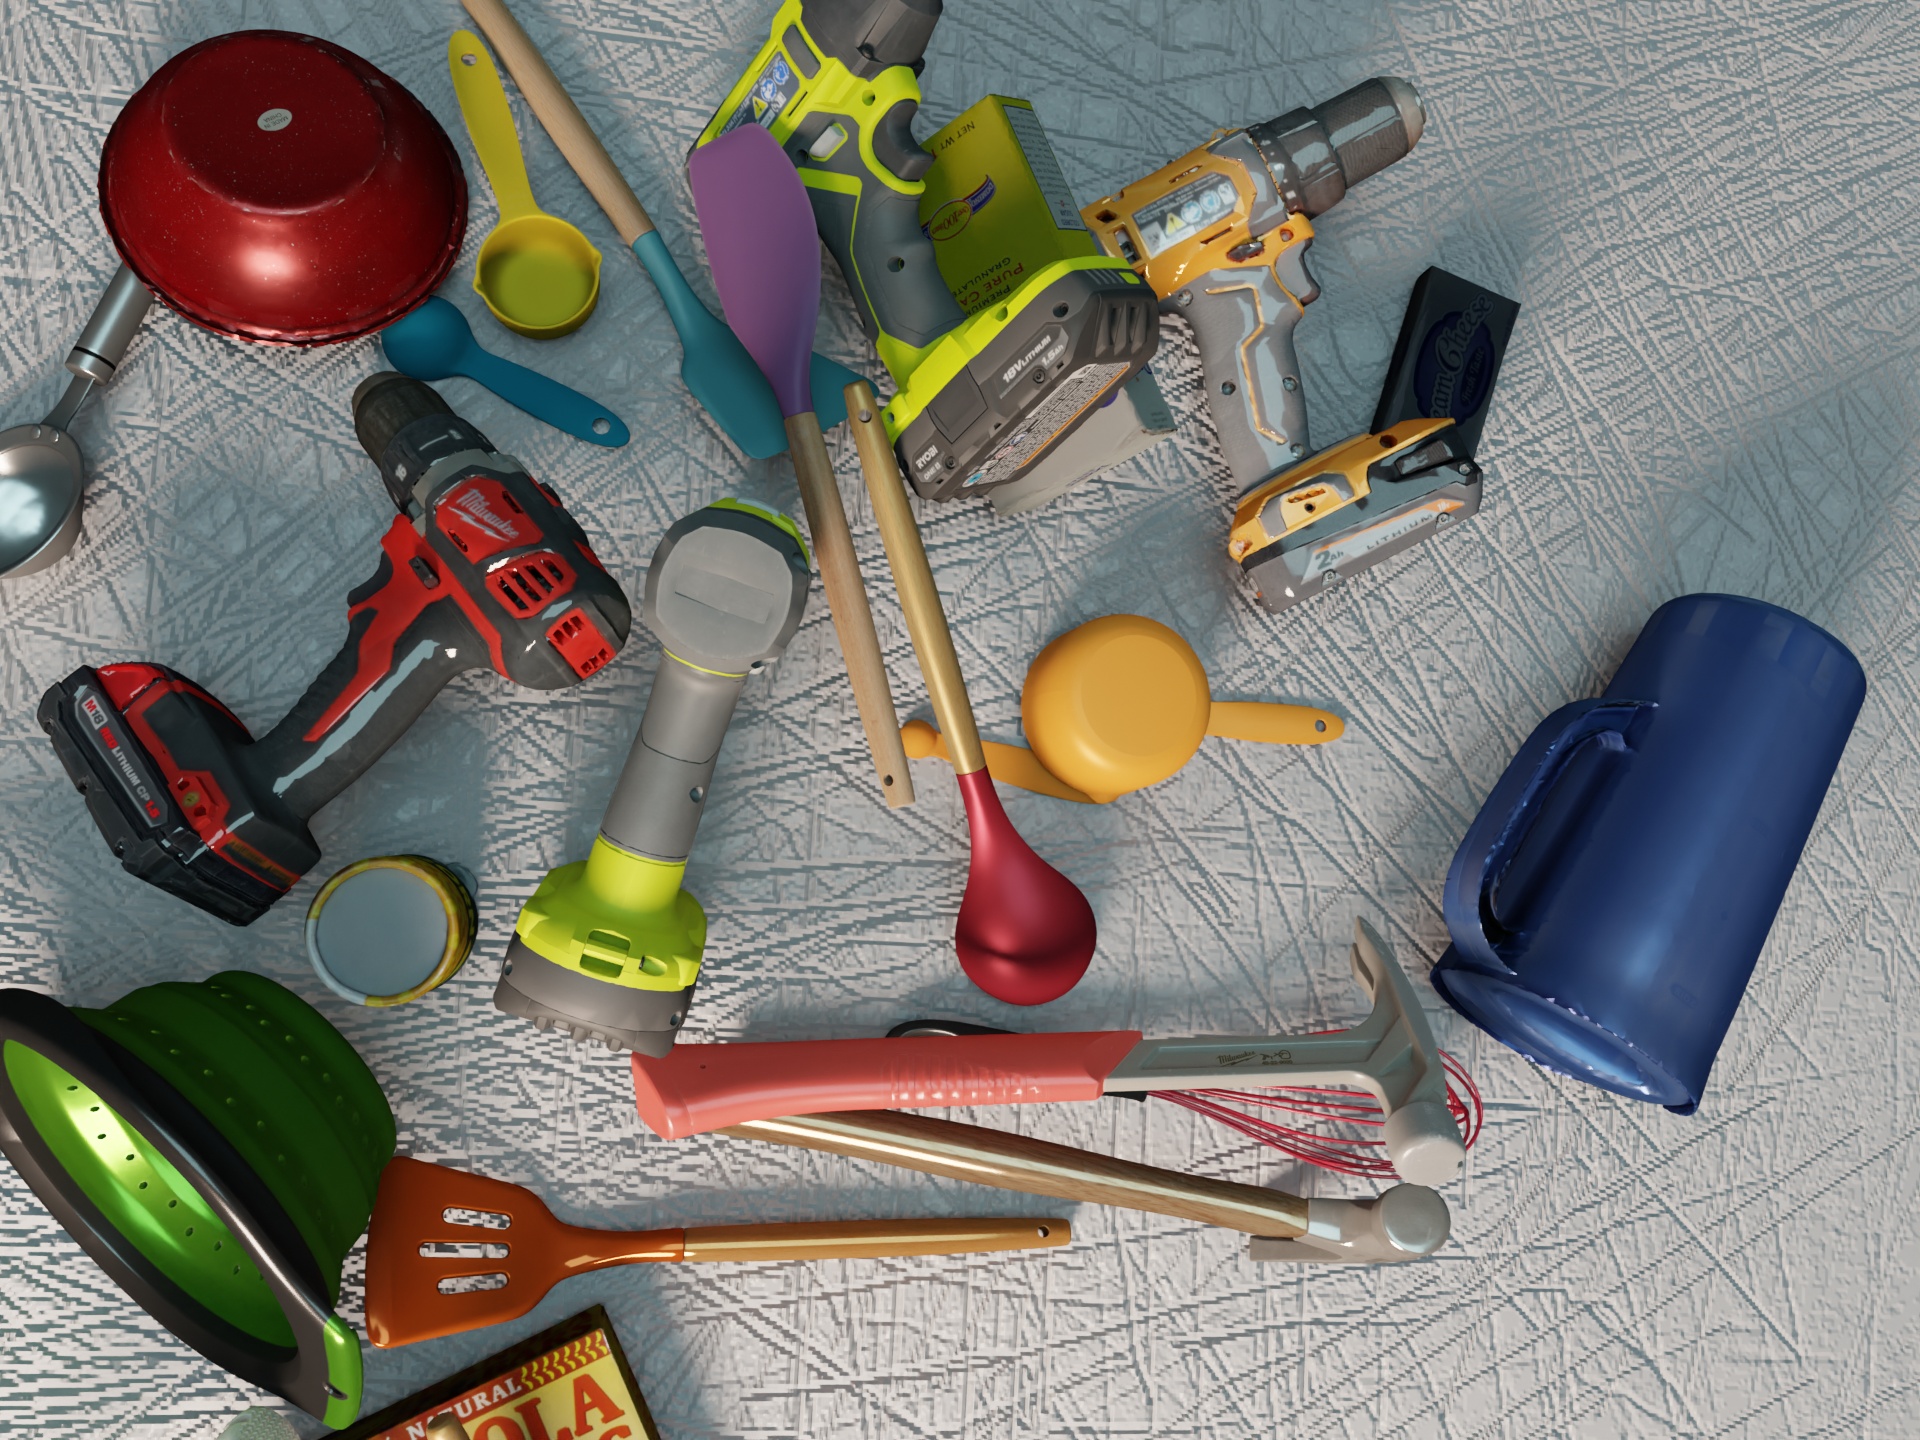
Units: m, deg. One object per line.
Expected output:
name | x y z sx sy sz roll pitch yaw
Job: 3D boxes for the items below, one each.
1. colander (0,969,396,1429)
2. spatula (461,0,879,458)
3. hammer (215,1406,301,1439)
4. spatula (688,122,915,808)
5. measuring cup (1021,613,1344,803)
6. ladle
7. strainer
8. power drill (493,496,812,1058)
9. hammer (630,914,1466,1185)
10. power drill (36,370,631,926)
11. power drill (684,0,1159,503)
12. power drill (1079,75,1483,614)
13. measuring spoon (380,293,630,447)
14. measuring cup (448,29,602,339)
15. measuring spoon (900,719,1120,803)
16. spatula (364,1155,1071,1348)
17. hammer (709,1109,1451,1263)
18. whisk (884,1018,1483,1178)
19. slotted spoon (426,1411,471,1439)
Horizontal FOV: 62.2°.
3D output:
colander | -0.372 0.127 0.676 0.397 0.204 0.094 35 46 10
spatula | -0.163 -0.260 0.768 0.082 0.044 0.317 -35 90 -30
hammer | -0.215 0.480 0.667 0.146 0.038 0.410 -39 97 2
spatula | -0.065 -0.114 0.722 0.060 0.018 0.316 -13 92 28
measuring cup | 0.120 -0.006 0.788 0.173 0.052 0.095 4 81 -11
ladle | -0.001 -0.002 0.734 0.069 0.031 0.315 -18 106 -1
strainer | -0.397 -0.152 0.722 0.087 0.050 0.258 16 76 22
power drill | -0.123 0.012 0.698 0.080 0.191 0.228 19 97 -8
hammer | 0.034 0.151 0.722 0.359 0.149 0.036 -1 122 -3
power drill | -0.278 -0.042 0.700 0.227 0.080 0.188 -39 65 -8
power drill | -0.017 -0.227 0.715 0.080 0.171 0.223 -22 76 -51
power drill | 0.175 -0.188 0.783 0.185 0.084 0.226 -27 88 8
measuring spoon | -0.217 -0.166 0.761 0.128 0.021 0.042 26 82 -5
measuring cup | -0.218 -0.257 0.770 0.062 0.029 0.156 -18 84 -11
measuring spoon | 0.026 0.022 0.793 0.117 0.011 0.021 15 83 -8
spatula | -0.103 0.242 0.738 0.322 0.041 0.081 2 64 -11
hammer | 0.045 0.210 0.741 0.331 0.130 0.031 10 67 2
whisk | 0.109 0.175 0.774 0.296 0.073 0.073 7 84 -2
slotted spoon | -0.160 0.431 0.689 0.070 0.031 0.313 -19 102 7
